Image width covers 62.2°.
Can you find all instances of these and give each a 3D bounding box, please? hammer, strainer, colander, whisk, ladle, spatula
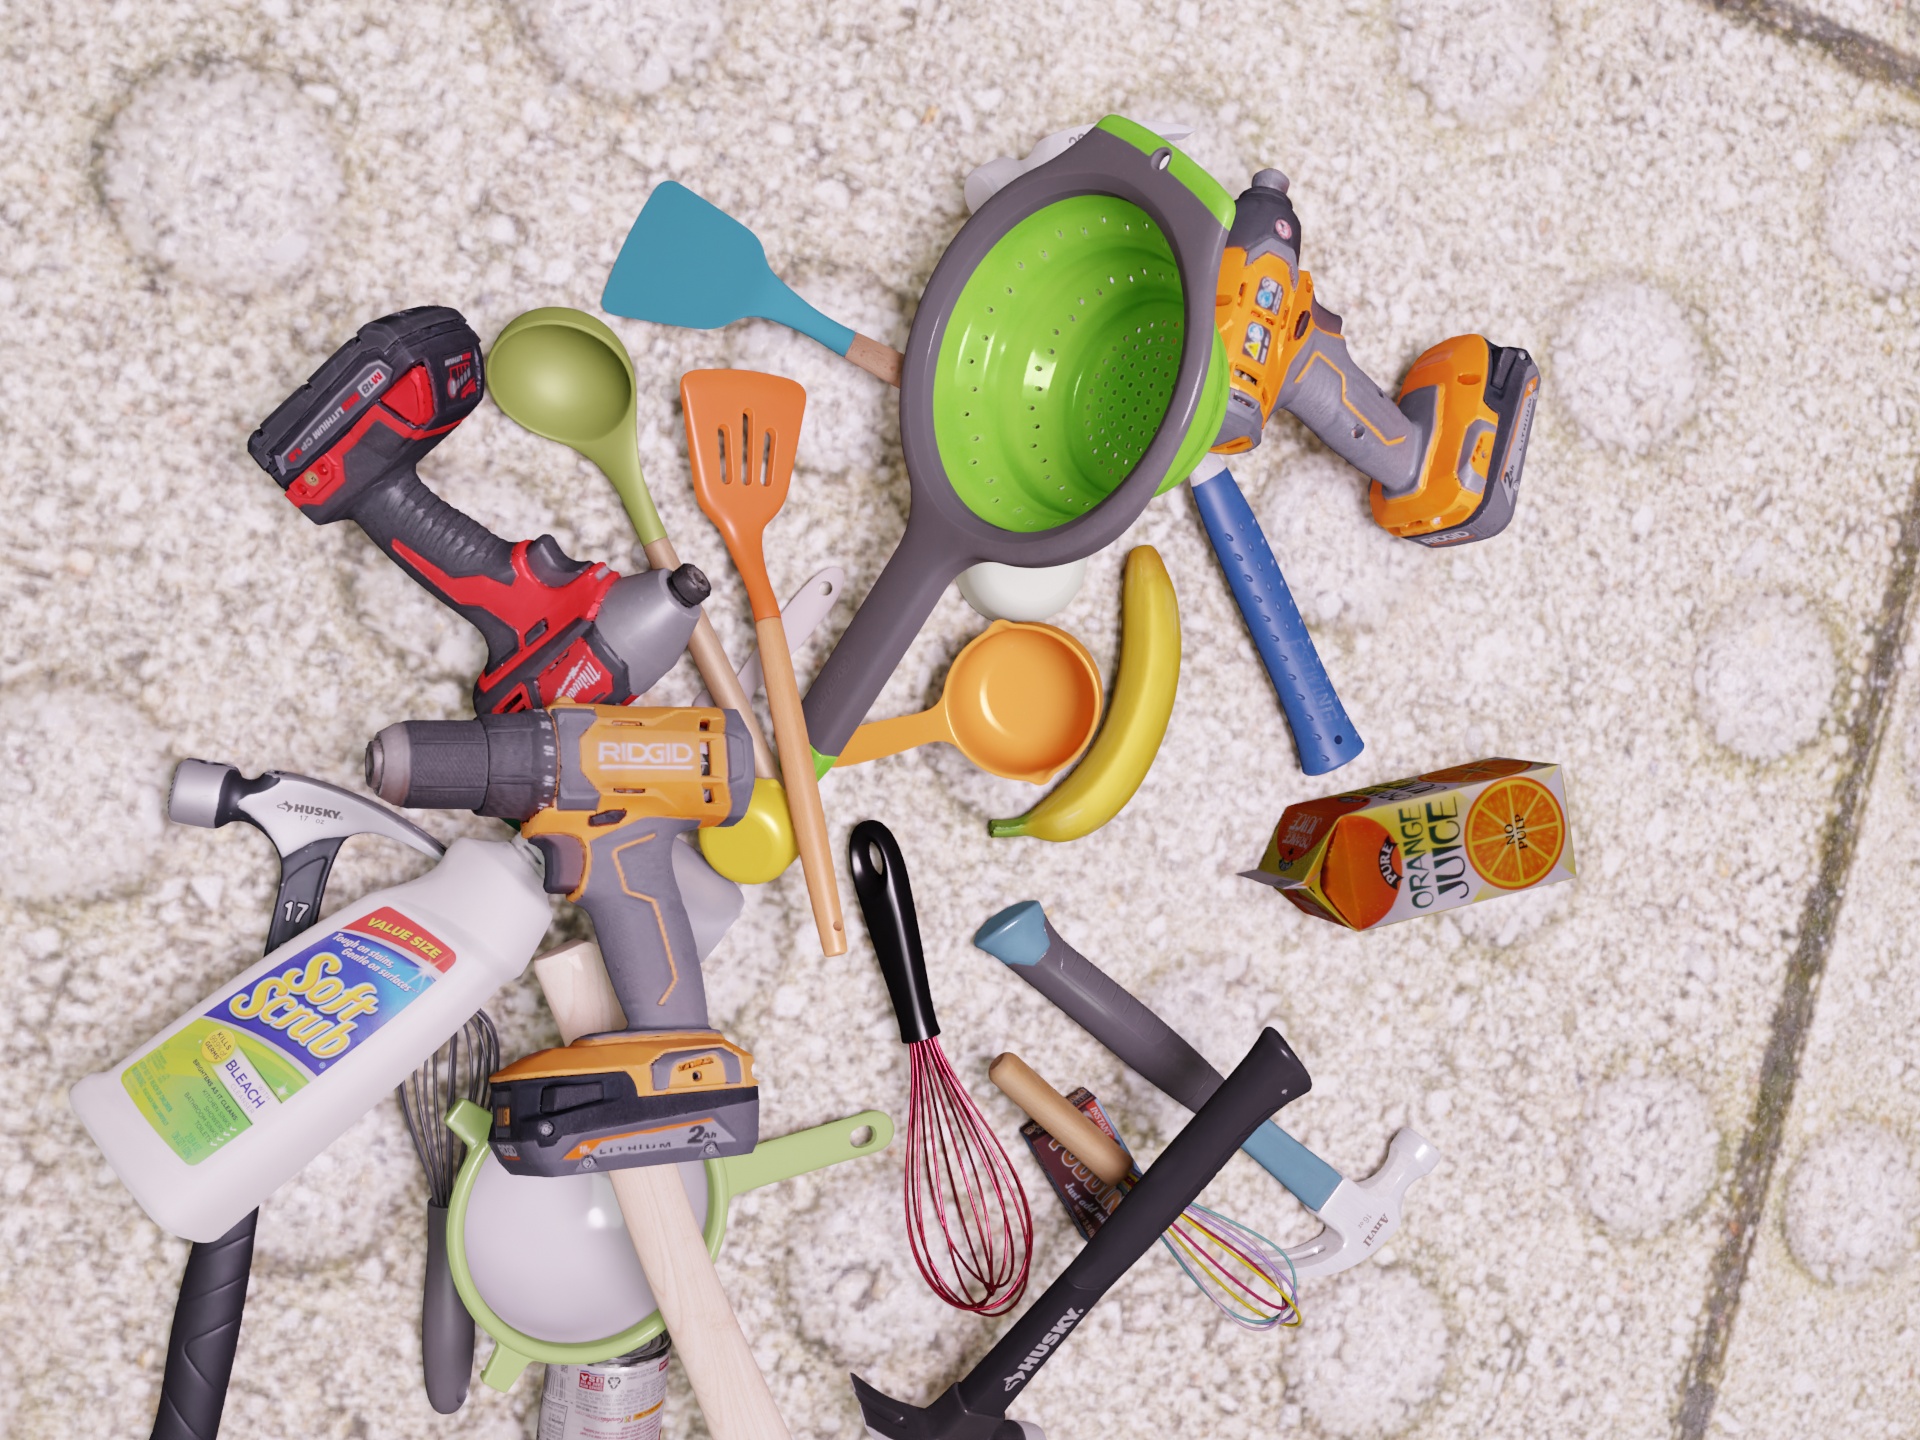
[{"bbox_3d":[0.143,0.219,0.969,0.331,0.033,0.128,41,82,-12],"label":"hammer"},{"bbox_3d":[-0.162,0.255,0.888,0.256,0.069,0.151,-9,90,-31],"label":"strainer"},{"bbox_3d":[0.028,-0.112,0.849,0.094,0.205,0.397,8,124,-45],"label":"colander"},{"bbox_3d":[-0.018,0.201,0.914,0.073,0.073,0.296,-14,90,-13],"label":"whisk"},{"bbox_3d":[-0.375,0.232,0.841,0.149,0.036,0.409,12,91,-15],"label":"hammer"},{"bbox_3d":[-0.146,0.313,0.832,0.146,0.038,0.410,-22,96,-27],"label":"hammer"},{"bbox_3d":[-0.158,-0.070,0.855,0.078,0.062,0.320,-22,97,22],"label":"ladle"},{"bbox_3d":[0.111,0.276,0.926,0.245,0.047,0.051,43,87,-9],"label":"whisk"},{"bbox_3d":[-0.040,-0.197,0.889,0.317,0.044,0.082,25,85,-12],"label":"spatula"},{"bbox_3d":[0.075,0.297,0.878,0.146,0.035,0.334,27,108,-33],"label":"hammer"},{"bbox_3d":[-0.277,0.263,0.861,0.055,0.055,0.239,0,97,-14],"label":"whisk"},{"bbox_3d":[-0.095,-0.034,0.858,0.081,0.041,0.323,-3,74,-39],"label":"spatula"},{"bbox_3d":[0.147,-0.157,0.939,0.144,0.035,0.405,-31,103,-23],"label":"hammer"}]

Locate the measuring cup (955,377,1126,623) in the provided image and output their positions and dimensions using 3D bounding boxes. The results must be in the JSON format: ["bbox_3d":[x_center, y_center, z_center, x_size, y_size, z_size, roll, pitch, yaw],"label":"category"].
[{"bbox_3d":[0.059,-0.132,0.924,0.083,0.038,0.167,31,87,-14],"label":"measuring cup"}]

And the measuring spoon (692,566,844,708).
[{"bbox_3d":[-0.106,-0.038,0.898,0.034,0.018,0.124,40,86,-13],"label":"measuring spoon"}]

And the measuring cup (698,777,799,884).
[{"bbox_3d":[-0.159,0.041,0.866,0.156,0.029,0.062,25,116,2],"label":"measuring cup"}]

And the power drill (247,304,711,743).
[{"bbox_3d":[-0.236,-0.095,0.811,0.143,0.079,0.219,-35,102,19],"label":"power drill"}]

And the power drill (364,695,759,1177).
[{"bbox_3d":[-0.187,0.100,0.764,0.185,0.084,0.226,2,76,-31],"label":"power drill"}]

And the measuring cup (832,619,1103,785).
[{"bbox_3d":[-0.001,-0.003,0.914,0.173,0.052,0.095,-15,95,15],"label":"measuring cup"}]

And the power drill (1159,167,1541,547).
[{"bbox_3d":[0.225,-0.207,0.918,0.226,0.084,0.164,20,78,-25],"label":"power drill"}]
